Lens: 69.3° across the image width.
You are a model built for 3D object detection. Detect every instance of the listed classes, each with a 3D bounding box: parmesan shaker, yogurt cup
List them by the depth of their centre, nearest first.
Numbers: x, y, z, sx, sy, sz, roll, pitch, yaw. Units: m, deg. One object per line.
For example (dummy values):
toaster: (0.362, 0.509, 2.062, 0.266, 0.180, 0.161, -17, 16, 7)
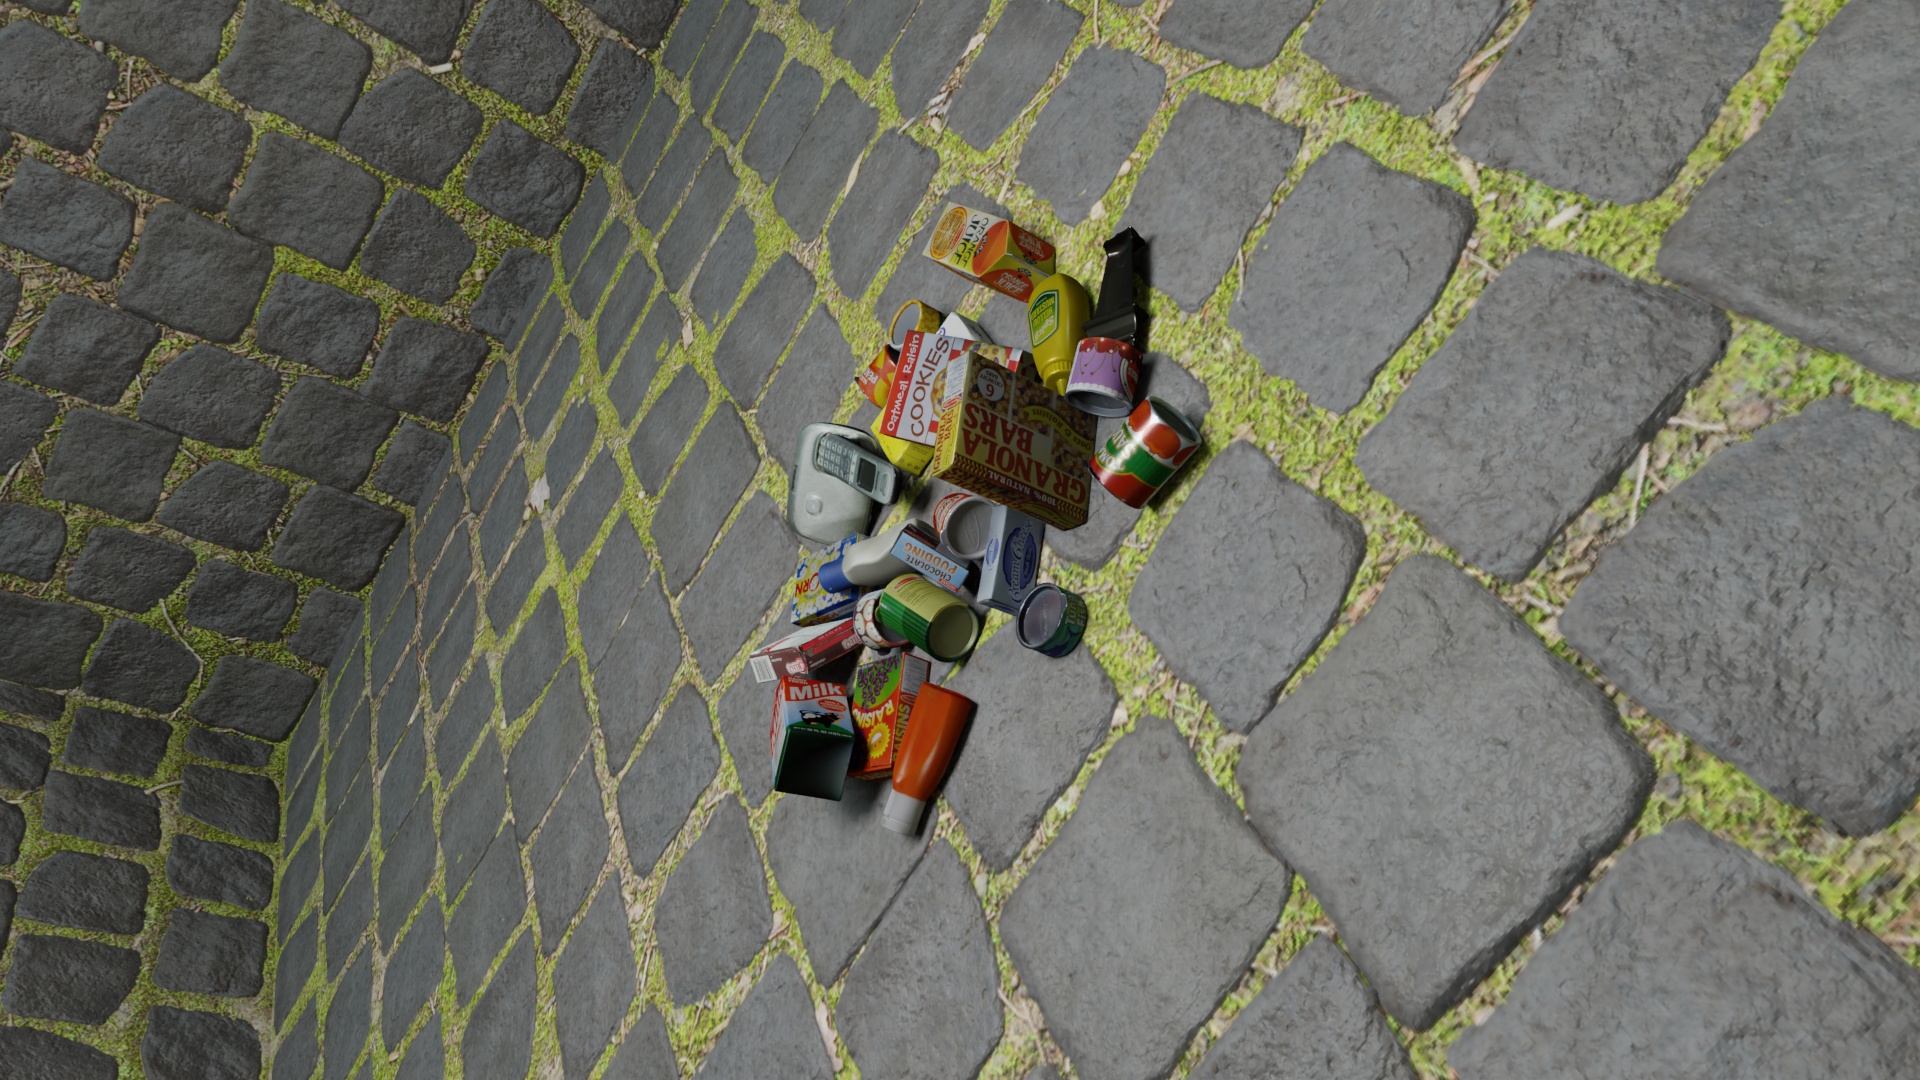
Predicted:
parmesan shaker: (-0.035, 0.082, 1.445, 0.103, 0.071, 0.071, 28, 94, 56)
yogurt cup: (0.005, -0.018, 1.458, 0.072, 0.072, 0.054, -64, 26, 4)

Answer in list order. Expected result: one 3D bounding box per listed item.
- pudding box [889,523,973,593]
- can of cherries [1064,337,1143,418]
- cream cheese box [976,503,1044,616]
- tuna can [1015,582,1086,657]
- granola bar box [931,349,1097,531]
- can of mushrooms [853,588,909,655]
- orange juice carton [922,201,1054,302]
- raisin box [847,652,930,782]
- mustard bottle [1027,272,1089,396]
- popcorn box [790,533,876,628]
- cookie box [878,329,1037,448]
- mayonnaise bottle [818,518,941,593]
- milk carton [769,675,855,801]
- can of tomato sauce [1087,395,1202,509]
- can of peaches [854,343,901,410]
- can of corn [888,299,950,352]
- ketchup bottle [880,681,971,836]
pudding box: (-0.030, 0.018, 1.454, 0.030, 0.084, 0.050, -58, 0, 13)
can of cherries: (0.142, -0.158, 1.353, 0.071, 0.071, 0.058, -3, 67, 53)
cream cheese box: (0.051, 0.020, 1.379, 0.024, 0.053, 0.104, -16, 58, 52)
tuna can: (0.087, 0.075, 1.314, 0.071, 0.033, 0.071, -31, 47, 41)
granola bar box: (0.054, -0.095, 1.344, 0.039, 0.165, 0.124, -22, 54, 50)
can of mushrooms: (-0.080, 0.088, 1.509, 0.033, 0.071, 0.071, -19, 56, 48)
orange juice carton: (0.039, -0.328, 1.589, 0.073, 0.072, 0.193, -63, 34, 6)
raisin box: (-0.078, 0.188, 1.469, 0.086, 0.040, 0.124, -20, 56, 47)
mustard bottle: (0.104, -0.203, 1.444, 0.065, 0.049, 0.161, -36, 44, 40)
popcorn box: (-0.148, 0.051, 1.648, 0.126, 0.038, 0.085, -24, 53, 46)
cookie box: (-0.003, -0.158, 1.522, 0.167, 0.040, 0.123, 16, 91, 38)
mayonnaise bottle: (-0.092, 0.021, 1.541, 0.148, 0.064, 0.041, -21, 52, 30)
milk carton: (-0.163, 0.203, 1.504, 0.191, 0.072, 0.073, -121, 44, -71)
can of tomato sauce: (0.167, -0.081, 1.265, 0.082, 0.071, 0.071, -49, 37, 24)
can of peaches: (-0.083, -0.197, 1.680, 0.058, 0.071, 0.071, -47, 38, 26)
can of corn: (-0.044, -0.251, 1.669, 0.071, 0.058, 0.071, -31, 48, 41)
ketchup bottle: (-0.038, 0.219, 1.391, 0.065, 0.043, 0.149, 13, 82, 57)
